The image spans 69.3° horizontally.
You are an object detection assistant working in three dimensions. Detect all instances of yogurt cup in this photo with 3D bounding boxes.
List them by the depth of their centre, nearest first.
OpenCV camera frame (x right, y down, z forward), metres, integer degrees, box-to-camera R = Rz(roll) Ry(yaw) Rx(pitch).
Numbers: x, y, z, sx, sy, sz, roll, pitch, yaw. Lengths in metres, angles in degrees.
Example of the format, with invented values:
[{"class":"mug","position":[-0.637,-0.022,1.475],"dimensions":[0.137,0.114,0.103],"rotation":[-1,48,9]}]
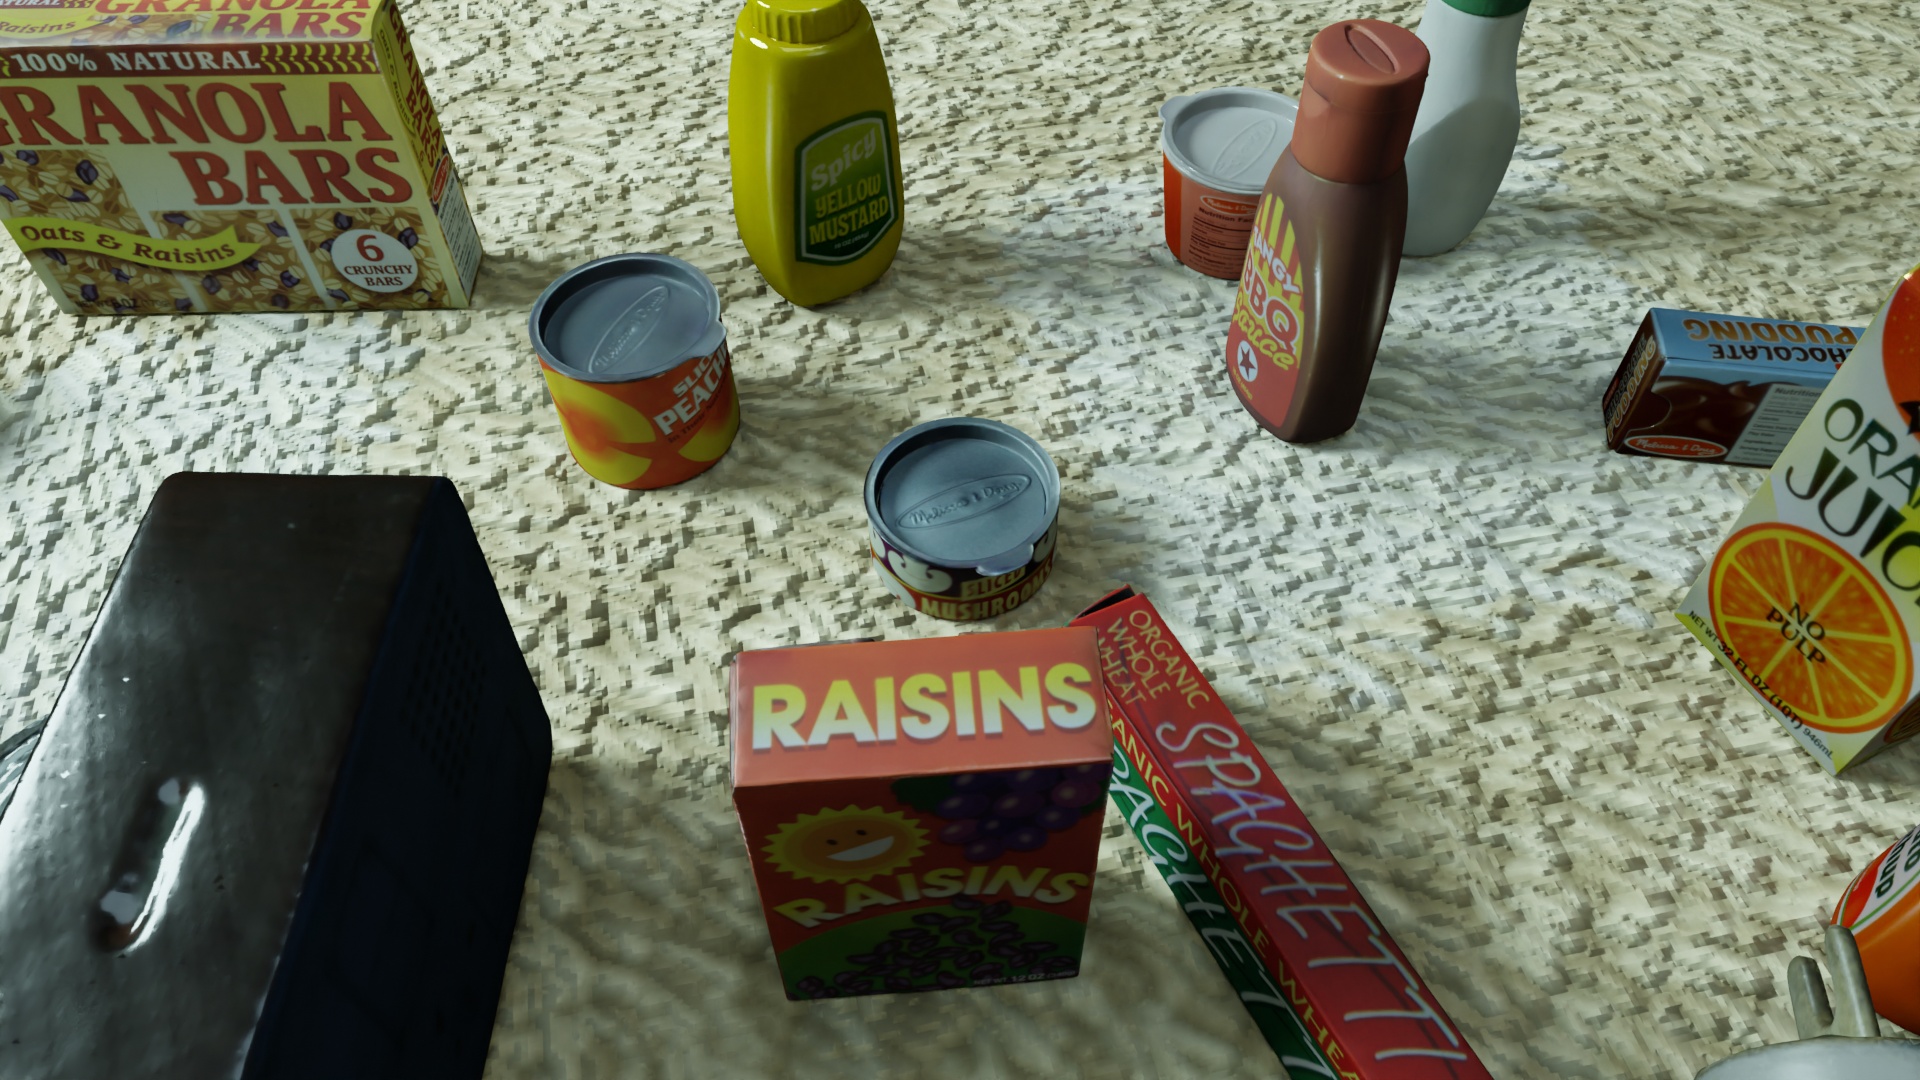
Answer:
[{"class":"yogurt cup","position":[0.114,-0.145,0.574],"dimensions":[0.072,0.053,0.073],"rotation":[0,51,0]}]

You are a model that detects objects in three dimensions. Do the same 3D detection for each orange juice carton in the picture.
[{"class":"orange juice carton","position":[0.286,-0.021,0.385],"dimensions":[0.073,0.191,0.072],"rotation":[-21,54,-15]}]

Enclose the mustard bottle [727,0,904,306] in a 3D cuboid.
[{"class":"mustard bottle","position":[-0.056,-0.162,0.520],"dimensions":[0.065,0.159,0.049],"rotation":[-30,57,-21]}]

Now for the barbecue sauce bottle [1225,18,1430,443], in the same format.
[{"class":"barbecue sauce bottle","position":[0.126,-0.104,0.480],"dimensions":[0.044,0.147,0.065],"rotation":[-14,53,-10]}]

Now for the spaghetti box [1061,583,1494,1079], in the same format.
[{"class":"spaghetti box","position":[0.096,0.118,0.364],"dimensions":[0.029,0.050,0.251],"rotation":[-22,54,-16]}]

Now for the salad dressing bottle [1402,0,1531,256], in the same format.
[{"class":"salad dressing bottle","position":[0.194,-0.181,0.542],"dimensions":[0.064,0.146,0.044],"rotation":[-13,52,-10]}]

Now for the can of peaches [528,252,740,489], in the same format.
[{"class":"can of peaches","position":[-0.114,-0.060,0.503],"dimensions":[0.071,0.057,0.071],"rotation":[0,51,0]}]

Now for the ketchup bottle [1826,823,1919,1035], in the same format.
[{"class":"ketchup bottle","position":[0.273,0.069,0.340],"dimensions":[0.065,0.148,0.043],"rotation":[-36,59,-25]}]

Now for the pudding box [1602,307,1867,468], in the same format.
[{"class":"pudding box","position":[0.284,-0.054,0.502],"dimensions":[0.084,0.049,0.030],"rotation":[6,52,5]}]

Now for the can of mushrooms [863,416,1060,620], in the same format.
[{"class":"can of mushrooms","position":[0.002,-0.006,0.475],"dimensions":[0.071,0.033,0.071],"rotation":[0,51,0]}]

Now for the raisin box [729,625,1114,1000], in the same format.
[{"class":"raisin box","position":[-0.009,0.073,0.354],"dimensions":[0.086,0.122,0.040],"rotation":[-3,51,-2]}]

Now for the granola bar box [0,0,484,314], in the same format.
[{"class":"granola bar box","position":[-0.283,-0.145,0.530],"dimensions":[0.166,0.123,0.039],"rotation":[-1,51,-1]}]
